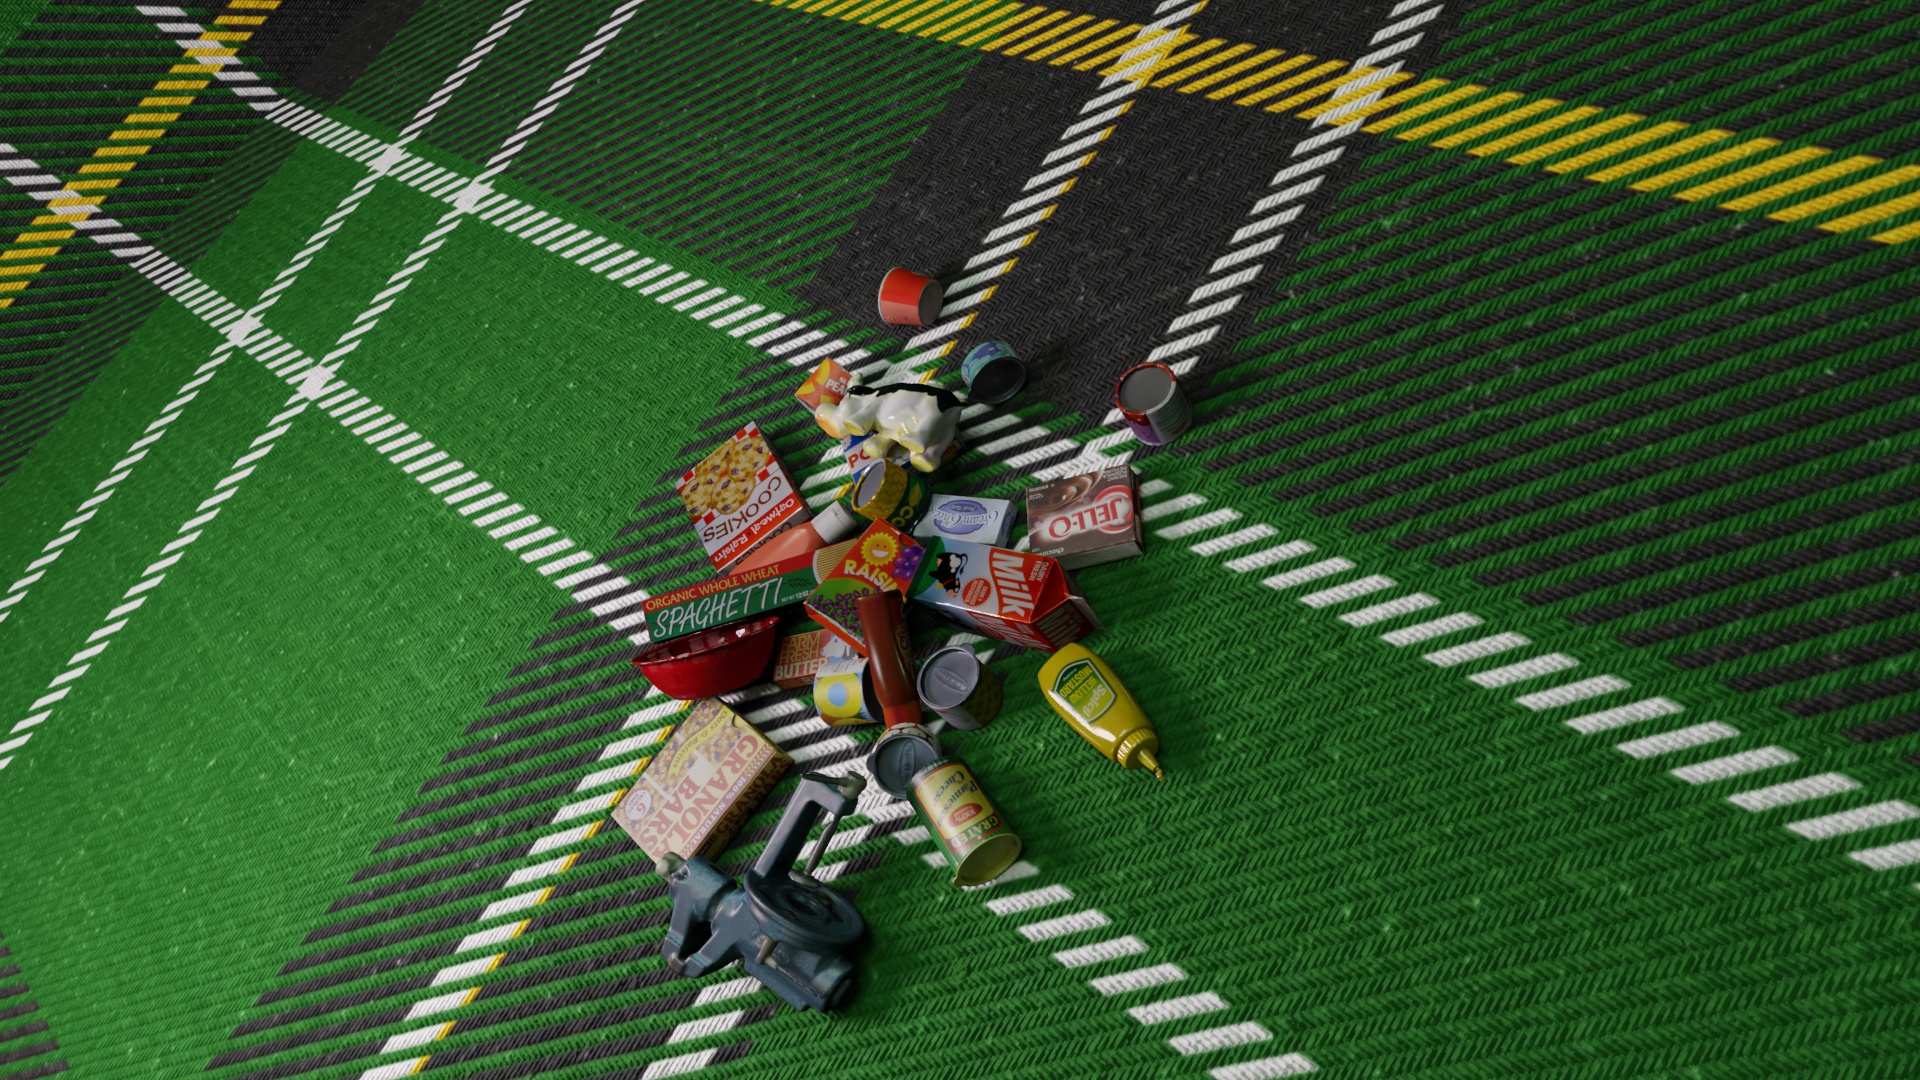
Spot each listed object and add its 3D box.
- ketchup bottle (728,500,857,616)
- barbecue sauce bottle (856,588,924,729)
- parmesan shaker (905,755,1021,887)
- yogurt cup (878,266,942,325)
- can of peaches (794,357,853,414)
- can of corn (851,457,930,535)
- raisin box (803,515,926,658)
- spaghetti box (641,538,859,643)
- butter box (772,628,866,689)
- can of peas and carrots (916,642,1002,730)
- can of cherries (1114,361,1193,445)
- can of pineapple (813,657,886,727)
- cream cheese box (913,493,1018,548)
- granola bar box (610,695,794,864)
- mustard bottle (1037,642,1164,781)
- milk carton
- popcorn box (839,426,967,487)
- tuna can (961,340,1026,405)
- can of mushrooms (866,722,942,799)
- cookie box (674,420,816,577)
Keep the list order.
[{"bbox_3d":[-0.182,0.016,1.531,0.149,0.043,0.065,-39,59,2],"label":"ketchup bottle"},{"bbox_3d":[-0.066,0.124,1.359,0.043,0.065,0.148,-12,88,11],"label":"barbecue sauce bottle"},{"bbox_3d":[-0.001,0.256,1.267,0.071,0.071,0.103,-41,50,2],"label":"parmesan shaker"},{"bbox_3d":[-0.057,-0.285,1.636,0.054,0.072,0.072,16,71,27],"label":"yogurt cup"},{"bbox_3d":[-0.149,-0.169,1.611,0.058,0.071,0.071,-50,51,-5],"label":"can of peaches"},{"bbox_3d":[-0.075,-0.046,1.485,0.071,0.058,0.071,-41,32,34],"label":"can of corn"},{"bbox_3d":[-0.089,0.048,1.433,0.086,0.040,0.124,34,70,16],"label":"raisin box"},{"bbox_3d":[-0.220,0.055,1.492,0.250,0.028,0.050,-16,83,4],"label":"spaghetti box"},{"bbox_3d":[-0.146,0.121,1.459,0.103,0.024,0.053,-13,56,22],"label":"butter box"},{"bbox_3d":[0.001,0.141,1.343,0.071,0.058,0.071,-14,55,21],"label":"can of peas and carrots"},{"bbox_3d":[0.194,-0.140,1.409,0.071,0.058,0.072,-14,56,21],"label":"can of cherries"},{"bbox_3d":[-0.106,0.154,1.391,0.058,0.071,0.071,-10,57,25],"label":"can of pineapple"},{"bbox_3d":[0.005,-0.018,1.461,0.104,0.024,0.053,5,66,32],"label":"cream cheese box"},{"bbox_3d":[-0.268,0.256,1.434,0.124,0.039,0.166,32,80,38],"label":"granola bar box"},{"bbox_3d":[0.136,0.161,1.262,0.065,0.048,0.161,-44,50,0],"label":"mustard bottle"},{"bbox_3d":[0.049,0.055,1.360,0.190,0.072,0.073,11,67,33],"label":"milk carton"},{"bbox_3d":[-0.065,-0.107,1.545,0.126,0.038,0.085,-30,51,10],"label":"popcorn box"},{"bbox_3d":[0.034,-0.182,1.519,0.071,0.071,0.033,-35,50,6],"label":"tuna can"},{"bbox_3d":[-0.053,0.209,1.323,0.071,0.071,0.033,-31,10,9],"label":"can of mushrooms"},{"bbox_3d":[-0.249,-0.043,1.609,0.123,0.040,0.168,-38,49,4],"label":"cookie box"}]
